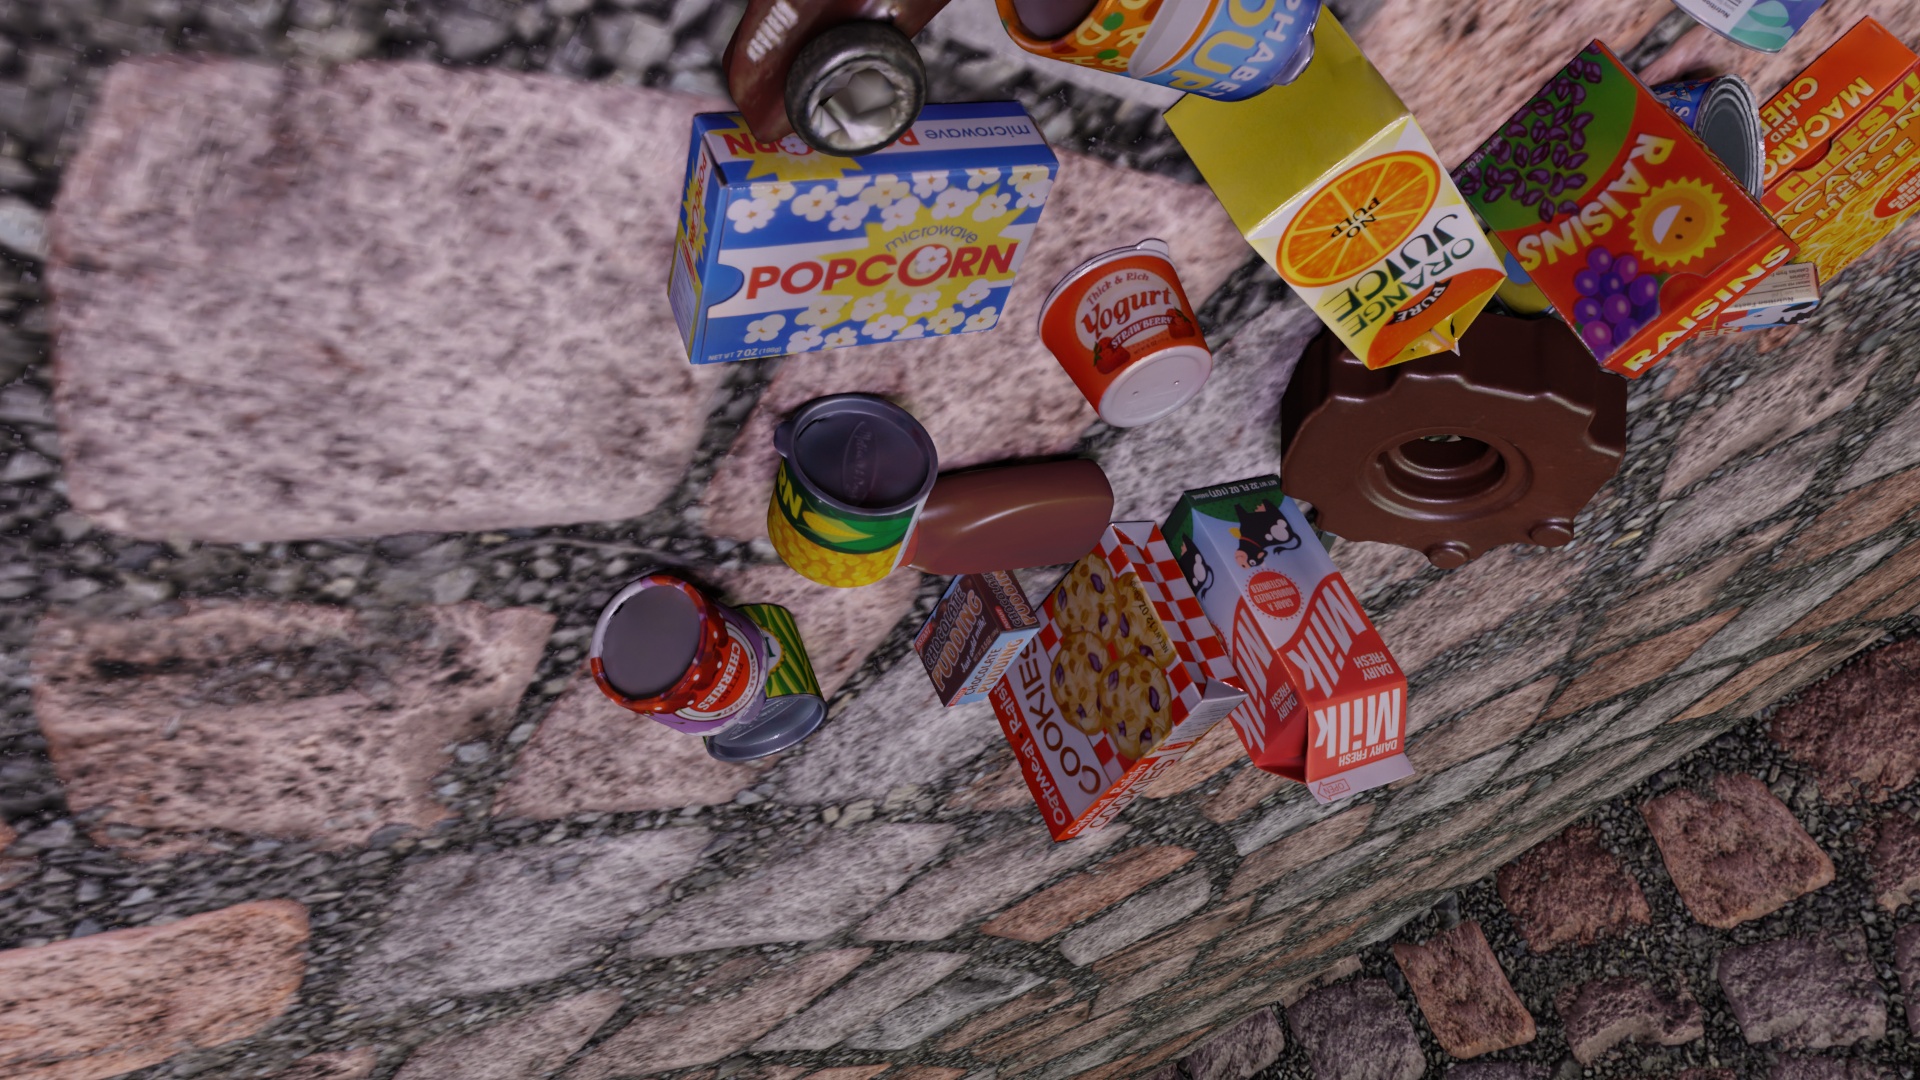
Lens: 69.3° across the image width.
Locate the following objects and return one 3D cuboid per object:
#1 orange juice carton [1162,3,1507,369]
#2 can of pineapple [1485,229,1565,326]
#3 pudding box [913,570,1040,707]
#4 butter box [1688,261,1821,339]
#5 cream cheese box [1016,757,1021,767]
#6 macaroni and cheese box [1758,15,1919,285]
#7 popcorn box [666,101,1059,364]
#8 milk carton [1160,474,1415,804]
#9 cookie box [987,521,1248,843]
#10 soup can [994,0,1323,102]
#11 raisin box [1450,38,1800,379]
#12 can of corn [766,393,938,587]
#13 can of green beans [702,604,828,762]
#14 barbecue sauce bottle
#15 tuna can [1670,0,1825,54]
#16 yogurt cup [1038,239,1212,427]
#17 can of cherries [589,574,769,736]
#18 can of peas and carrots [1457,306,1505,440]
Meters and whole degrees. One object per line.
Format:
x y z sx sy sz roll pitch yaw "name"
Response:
0.169 -0.136 0.587 0.073 0.072 0.192 -37 150 21 "orange juice carton"
0.306 -0.138 0.708 0.071 0.058 0.070 -20 151 -11 "can of pineapple"
0.008 0.053 0.798 0.030 0.050 0.083 -7 147 -34 "pudding box"
0.431 -0.135 0.799 0.103 0.024 0.053 -6 171 24 "butter box"
0.085 0.118 0.931 0.104 0.053 0.024 -10 178 14 "cream cheese box"
0.477 -0.201 0.759 0.167 0.040 0.123 5 139 -43 "macaroni and cheese box"
-0.036 -0.111 0.500 0.127 0.038 0.084 -11 150 -26 "popcorn box"
0.188 0.061 0.806 0.072 0.191 0.073 -11 148 -25 "milk carton"
0.085 0.088 0.841 0.040 0.123 0.166 -1 144 -35 "cookie box"
0.063 -0.176 0.434 0.084 0.071 0.071 -2 144 -37 "soup can"
0.289 -0.146 0.613 0.040 0.124 0.085 8 138 -46 "raisin box"
-0.051 -0.022 0.610 0.071 0.071 0.058 -11 148 -25 "can of corn"
-0.110 0.075 0.731 0.071 0.058 0.071 -19 151 -11 "can of green beans"
0.002 -0.009 0.697 0.149 0.044 0.064 -6 146 -31 "barbecue sauce bottle"
0.313 -0.228 0.555 0.071 0.071 0.032 -6 146 -32 "tuna can"
0.075 -0.087 0.613 0.072 0.054 0.072 -19 152 -11 "yogurt cup"
-0.133 0.057 0.668 0.071 0.072 0.058 -30 150 9 "can of cherries"
0.309 -0.090 0.786 0.071 0.071 0.058 -22 152 -7 "can of peas and carrots"
